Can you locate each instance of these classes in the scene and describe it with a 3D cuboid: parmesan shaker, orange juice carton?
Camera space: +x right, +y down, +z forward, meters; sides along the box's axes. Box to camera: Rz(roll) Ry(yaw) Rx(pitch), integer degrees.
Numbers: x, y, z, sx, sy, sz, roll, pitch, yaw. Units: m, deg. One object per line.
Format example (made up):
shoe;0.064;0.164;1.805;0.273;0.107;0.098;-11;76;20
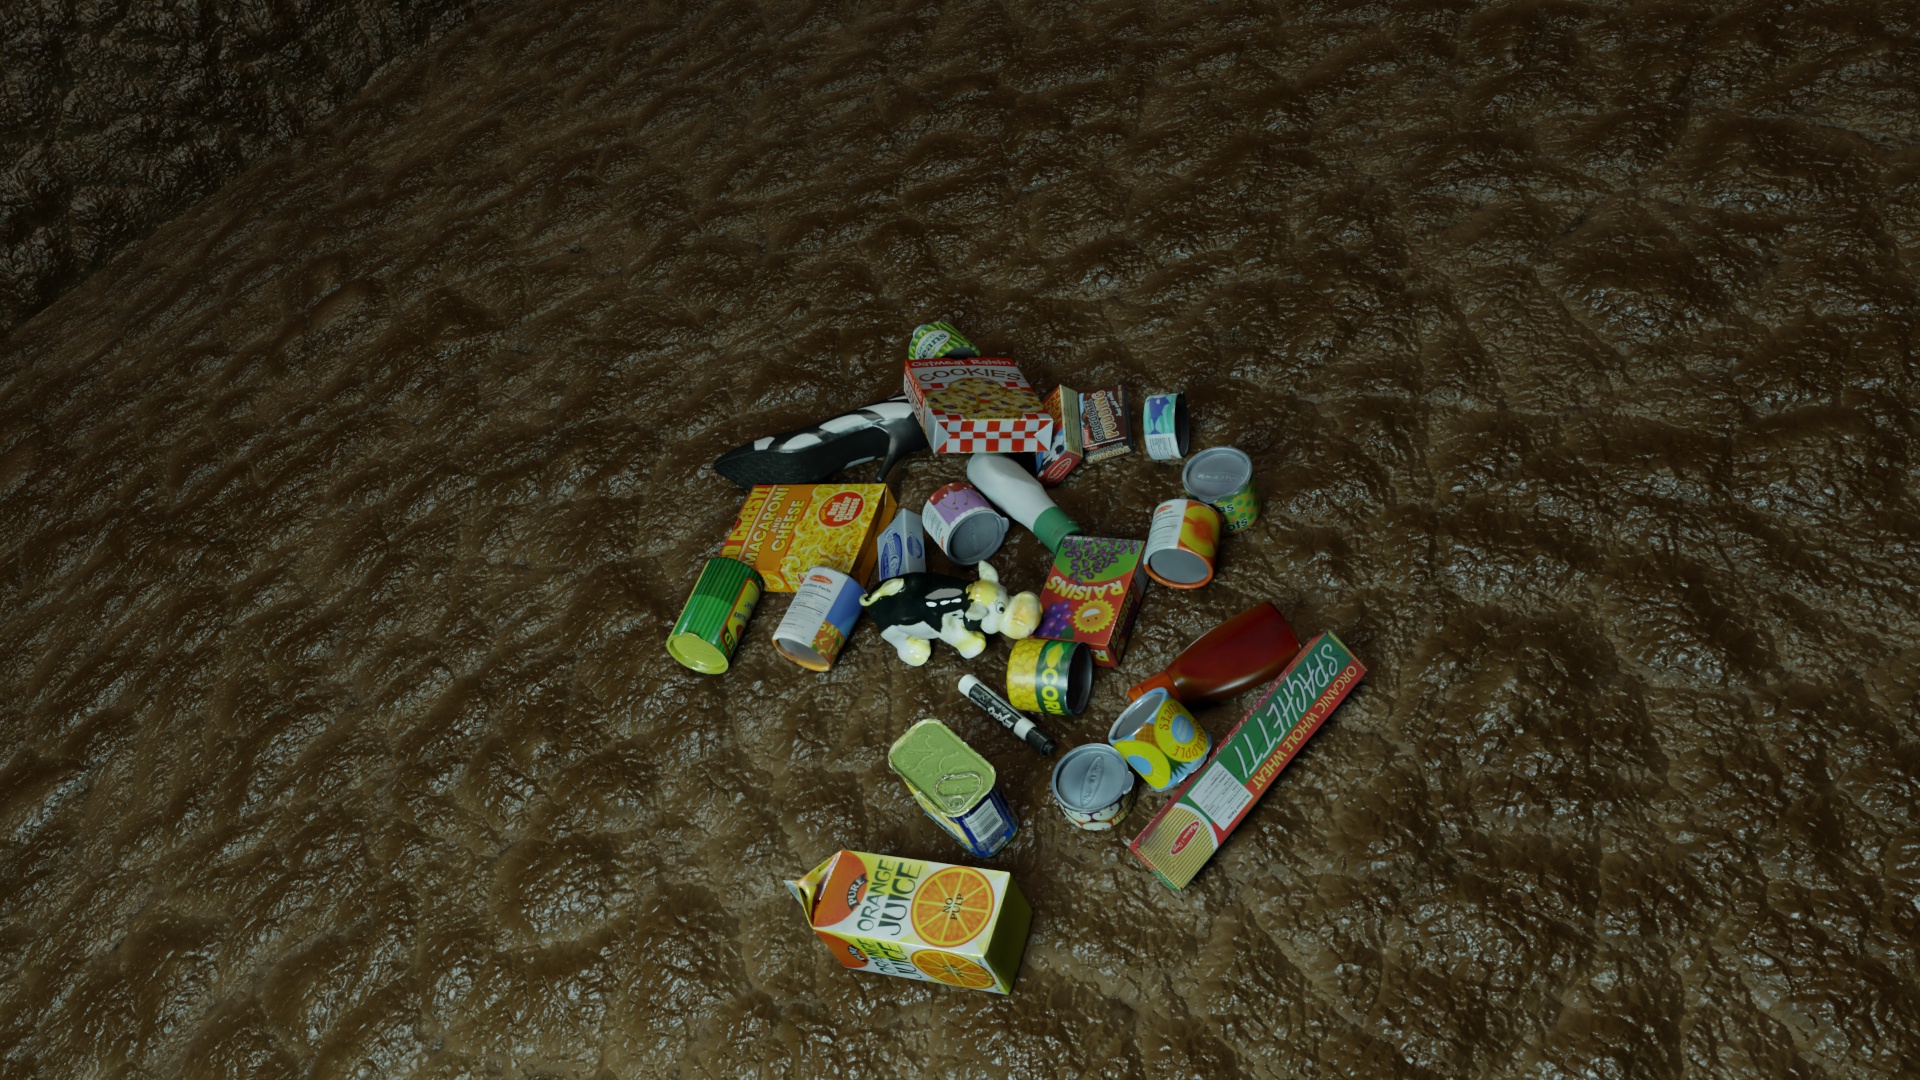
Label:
parmesan shaker;-0.249;0.074;1.418;0.071;0.071;0.103;1;50;25
orange juice carton;-0.048;0.304;1.121;0.192;0.071;0.073;2;50;24

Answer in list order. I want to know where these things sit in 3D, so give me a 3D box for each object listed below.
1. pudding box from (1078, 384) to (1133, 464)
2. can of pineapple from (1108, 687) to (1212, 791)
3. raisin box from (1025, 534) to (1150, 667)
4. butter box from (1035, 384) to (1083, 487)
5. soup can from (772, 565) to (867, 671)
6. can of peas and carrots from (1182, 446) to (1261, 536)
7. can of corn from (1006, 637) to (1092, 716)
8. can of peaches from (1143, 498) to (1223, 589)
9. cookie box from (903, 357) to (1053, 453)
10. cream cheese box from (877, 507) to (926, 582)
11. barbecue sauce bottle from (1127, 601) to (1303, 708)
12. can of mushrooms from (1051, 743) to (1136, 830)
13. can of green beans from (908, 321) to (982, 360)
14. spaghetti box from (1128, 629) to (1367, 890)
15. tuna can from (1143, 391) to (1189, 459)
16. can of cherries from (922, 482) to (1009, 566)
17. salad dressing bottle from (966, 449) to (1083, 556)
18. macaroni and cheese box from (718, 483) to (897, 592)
pudding box;0.151;-0.121;1.452;0.049;0.030;0.084;-12;46;15
can of pineapple;0.166;0.163;1.146;0.071;0.058;0.071;-43;7;6
raisin box;0.121;0.056;1.298;0.086;0.040;0.124;5;51;27
butter box;0.101;-0.110;1.449;0.053;0.024;0.104;-47;31;38
soup can;-0.137;0.079;1.369;0.071;0.071;0.084;10;59;30
can of peas and carrots;0.248;-0.044;1.320;0.071;0.058;0.071;-12;47;14
can of corn;0.079;0.122;1.234;0.058;0.071;0.071;3;51;25
can of peaches;0.209;0.005;1.289;0.071;0.071;0.058;0;50;24
cookie box;0.015;-0.146;1.468;0.123;0.040;0.168;-2;29;-13
cream cheese box;-0.059;0.022;1.399;0.053;0.024;0.104;-46;34;35
barbecue sauce bottle;0.218;0.111;1.202;0.148;0.043;0.065;-27;47;-1
can of mushrooms;0.115;0.207;1.166;0.071;0.033;0.071;-12;46;13
can of green beans;-0.017;-0.207;1.577;0.071;0.071;0.058;-34;46;-8
spaghetti box;0.237;0.176;1.129;0.050;0.028;0.251;45;72;2
tuna can;0.208;-0.117;1.397;0.033;0.070;0.071;-3;49;22
can of cherries;0.005;-0.018;1.397;0.071;0.071;0.058;-33;44;-7
salad dressing bottle;0.065;-0.040;1.398;0.148;0.064;0.043;45;115;37
macaroni and cheese box;-0.165;-0.004;1.474;0.166;0.040;0.124;1;50;24
